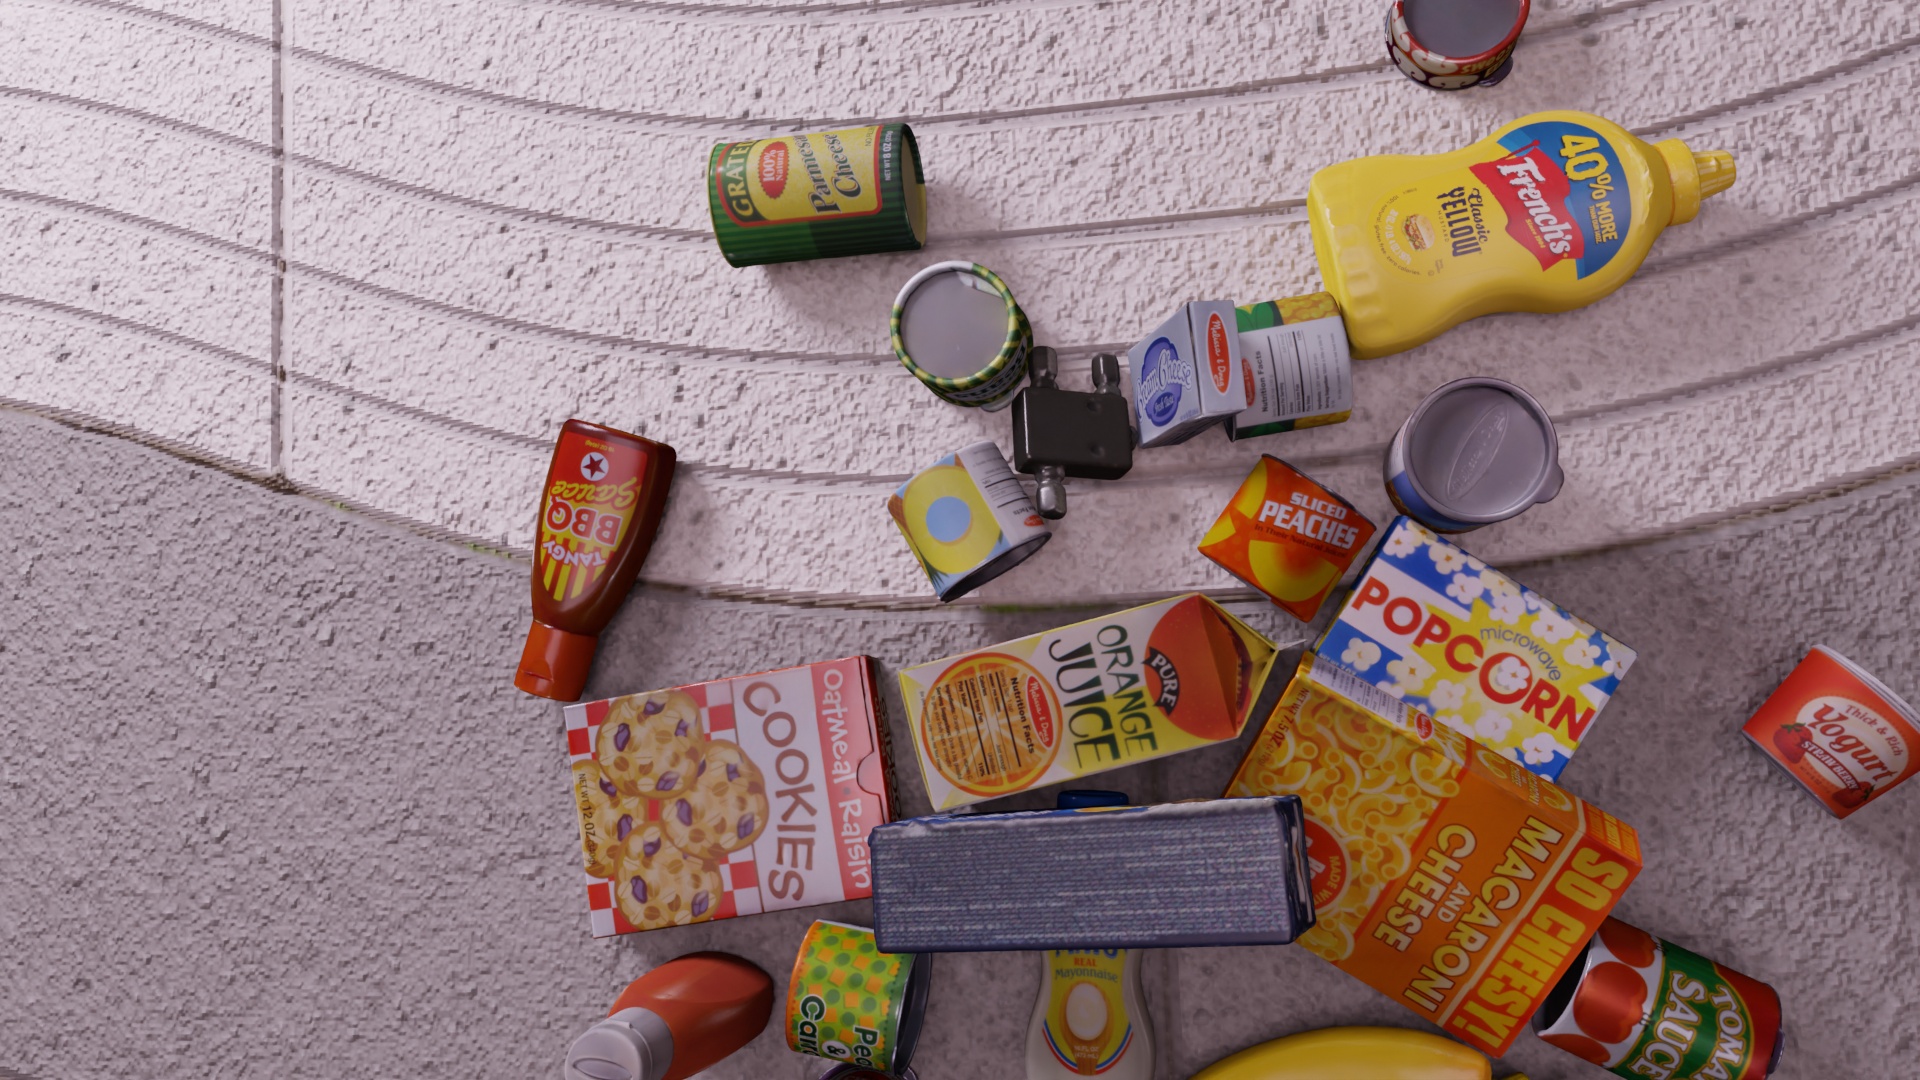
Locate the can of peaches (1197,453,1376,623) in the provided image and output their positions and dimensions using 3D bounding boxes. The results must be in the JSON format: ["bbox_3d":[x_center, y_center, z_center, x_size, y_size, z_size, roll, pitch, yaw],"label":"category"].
[{"bbox_3d":[0.158,-0.001,0.676,0.071,0.071,0.058,36,94,11],"label":"can of peaches"}]

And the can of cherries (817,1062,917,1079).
[{"bbox_3d":[-0.054,0.299,0.696,0.071,0.058,0.071,-1,86,11],"label":"can of cherries"}]

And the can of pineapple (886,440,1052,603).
[{"bbox_3d":[0.003,-0.009,0.708,0.071,0.071,0.058,-32,80,7],"label":"can of pineapple"}]

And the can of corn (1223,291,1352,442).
[{"bbox_3d":[0.157,-0.087,0.687,0.058,0.071,0.071,-9,84,6],"label":"can of corn"}]

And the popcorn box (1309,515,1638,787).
[{"bbox_3d":[0.244,0.056,0.672,0.127,0.038,0.085,33,91,11],"label":"popcorn box"}]

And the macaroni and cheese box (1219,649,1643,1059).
[{"bbox_3d":[0.207,0.146,0.652,0.166,0.040,0.123,29,113,11],"label":"macaroni and cheese box"}]

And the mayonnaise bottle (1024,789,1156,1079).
[{"bbox_3d":[0.065,0.200,0.691,0.065,0.041,0.148,0,85,14],"label":"mayonnaise bottle"}]

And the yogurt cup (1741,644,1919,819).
[{"bbox_3d":[0.397,0.089,0.630,0.072,0.072,0.054,46,103,11],"label":"yogurt cup"}]

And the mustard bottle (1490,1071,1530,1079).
[{"bbox_3d":[0.227,0.287,0.645,0.160,0.065,0.049,-28,90,2],"label":"mustard bottle"}]

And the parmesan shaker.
[{"bbox_3d":[-0.074,-0.185,0.738,0.103,0.071,0.071,-4,85,10],"label":"parmesan shaker"}]

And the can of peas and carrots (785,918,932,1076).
[{"bbox_3d":[-0.051,0.230,0.695,0.059,0.071,0.071,8,87,12],"label":"can of peas and carrots"}]

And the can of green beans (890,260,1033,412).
[{"bbox_3d":[0.002,-0.106,0.720,0.071,0.058,0.071,-1,86,10],"label":"can of green beans"}]

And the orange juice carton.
[{"bbox_3d":[0.075,0.074,0.684,0.192,0.072,0.073,-16,82,9],"label":"orange juice carton"}]

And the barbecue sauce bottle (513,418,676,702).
[{"bbox_3d":[-0.204,0.012,0.756,0.065,0.043,0.148,16,89,10],"label":"barbecue sauce bottle"}]

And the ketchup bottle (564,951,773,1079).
[{"bbox_3d":[-0.142,0.235,0.672,0.065,0.149,0.043,8,86,11],"label":"ketchup bottle"}]

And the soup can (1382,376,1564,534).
[{"bbox_3d":[0.241,-0.036,0.658,0.071,0.084,0.071,-1,86,11],"label":"soup can"}]

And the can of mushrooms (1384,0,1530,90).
[{"bbox_3d":[0.252,-0.263,0.701,0.071,0.033,0.071,-1,84,10],"label":"can of mushrooms"}]

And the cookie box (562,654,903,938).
[{"bbox_3d":[-0.117,0.134,0.731,0.167,0.040,0.123,-10,83,9],"label":"cookie box"}]

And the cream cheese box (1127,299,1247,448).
[{"bbox_3d":[0.108,-0.078,0.676,0.024,0.103,0.053,-5,86,-9],"label":"cream cheese box"}]

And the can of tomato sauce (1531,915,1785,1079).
[{"bbox_3d":[0.314,0.214,0.630,0.083,0.071,0.071,23,90,12],"label":"can of tomato sauce"}]
